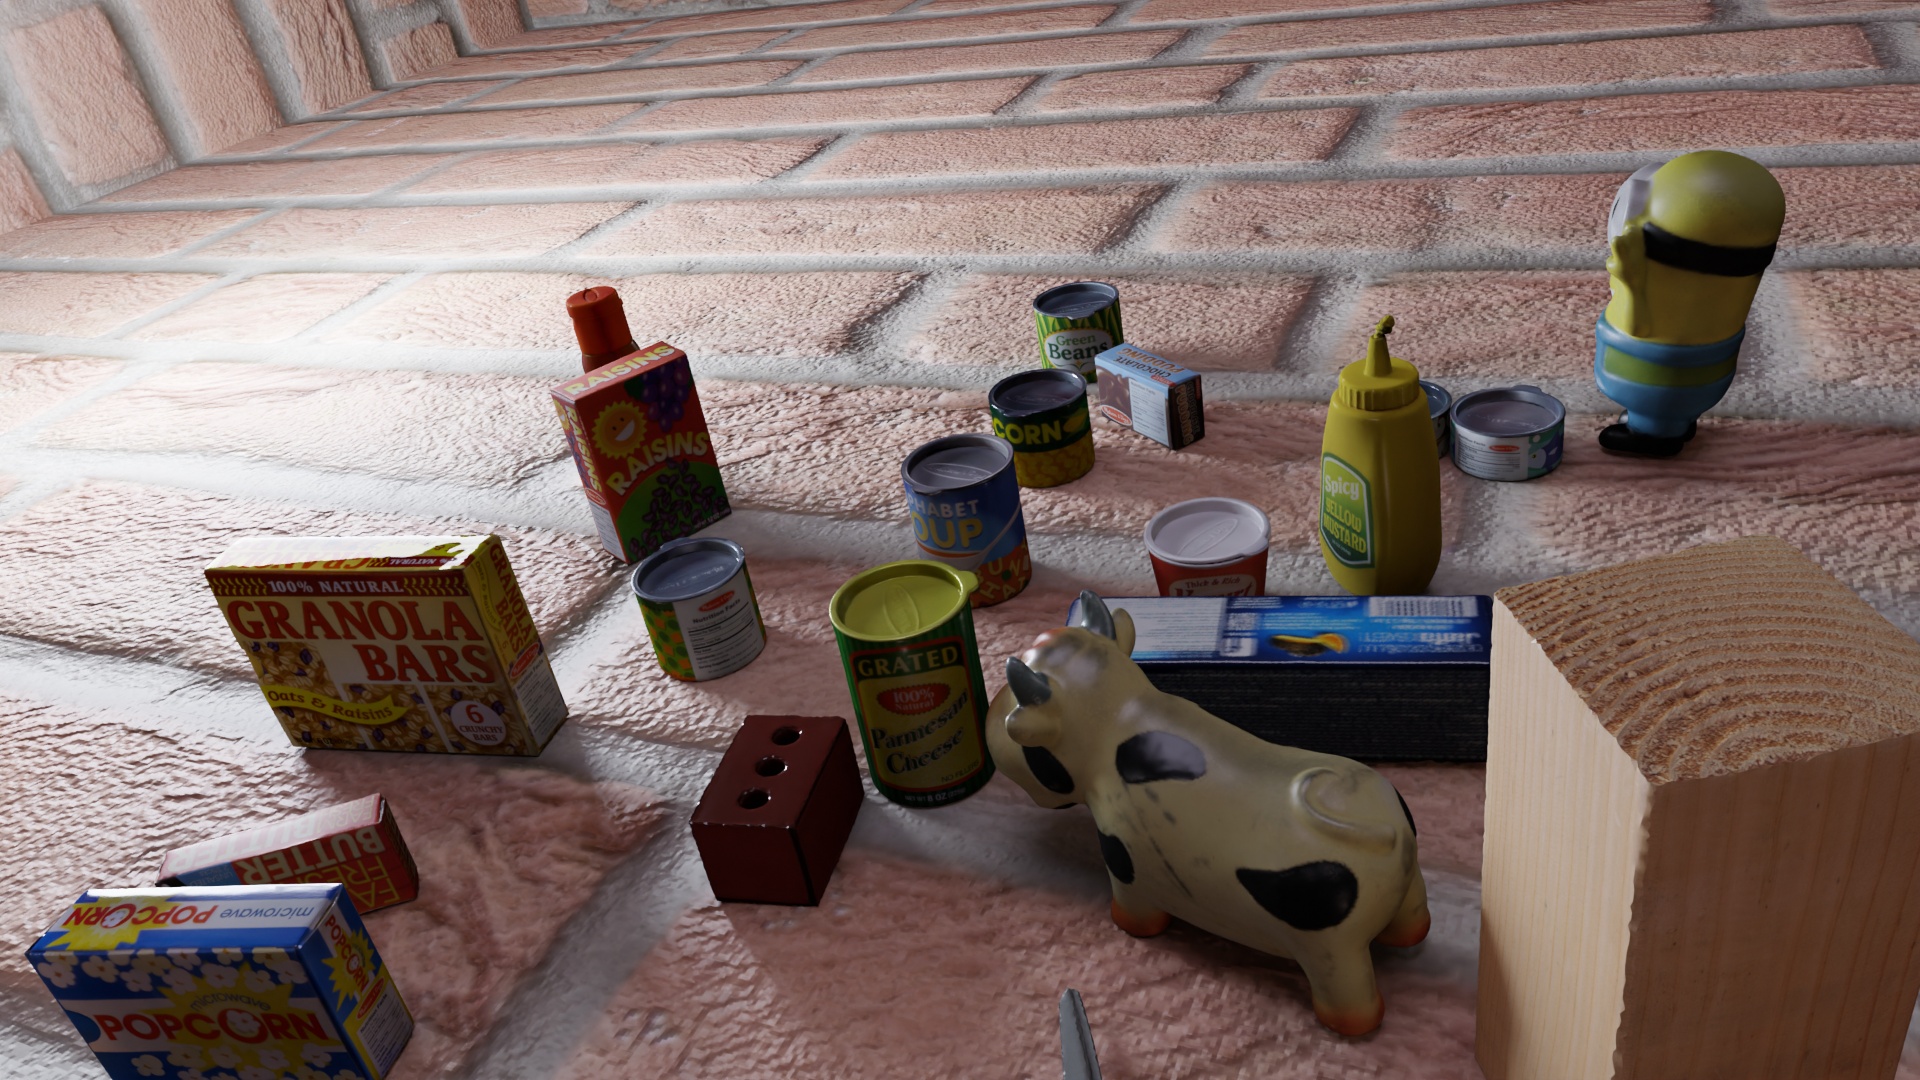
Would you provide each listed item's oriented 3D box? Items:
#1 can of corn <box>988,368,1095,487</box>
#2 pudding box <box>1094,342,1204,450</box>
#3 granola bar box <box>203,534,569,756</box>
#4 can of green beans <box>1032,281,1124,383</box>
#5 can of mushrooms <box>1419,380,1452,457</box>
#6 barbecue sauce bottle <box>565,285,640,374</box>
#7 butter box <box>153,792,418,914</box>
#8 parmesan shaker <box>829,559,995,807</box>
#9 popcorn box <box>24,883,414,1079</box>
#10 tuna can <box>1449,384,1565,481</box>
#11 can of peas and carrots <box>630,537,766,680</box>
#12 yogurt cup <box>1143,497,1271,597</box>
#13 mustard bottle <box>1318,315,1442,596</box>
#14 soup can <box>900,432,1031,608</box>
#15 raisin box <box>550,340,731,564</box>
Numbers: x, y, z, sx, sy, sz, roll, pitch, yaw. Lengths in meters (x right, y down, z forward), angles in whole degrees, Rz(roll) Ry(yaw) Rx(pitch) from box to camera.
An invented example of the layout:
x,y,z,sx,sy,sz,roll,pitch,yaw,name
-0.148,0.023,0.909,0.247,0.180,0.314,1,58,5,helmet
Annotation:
x,y,z,sx,sy,sz,roll,pitch,yaw,name
0.054,-0.075,0.933,0.071,0.058,0.071,-8,30,5,can of corn
0.130,-0.101,0.962,0.030,0.049,0.084,-25,33,-23,pudding box
-0.314,0.058,0.762,0.165,0.123,0.039,-1,32,16,granola bar box
0.092,-0.159,1.064,0.071,0.057,0.071,-8,30,5,can of green beans
0.277,-0.074,0.887,0.071,0.033,0.071,-8,30,5,can of mushrooms
-0.241,-0.106,0.991,0.044,0.147,0.065,-18,31,-12,barbecue sauce bottle
-0.318,0.160,0.663,0.104,0.053,0.024,-15,30,-8,butter box
-0.018,0.069,0.671,0.071,0.102,0.071,-8,30,5,parmesan shaker
-0.306,0.188,0.581,0.127,0.084,0.038,-4,31,11,popcorn box
0.338,-0.067,0.857,0.071,0.032,0.071,-8,30,5,tuna can
-0.152,0.039,0.808,0.071,0.058,0.071,-8,30,5,can of peas and carrots
0.137,0.015,0.761,0.072,0.053,0.073,-8,30,5,yogurt cup
0.219,-0.044,0.730,0.049,0.159,0.065,-21,32,-16,mustard bottle
0.003,-0.010,0.817,0.071,0.083,0.072,-8,30,5,soup can
-0.210,-0.059,0.926,0.086,0.122,0.040,-30,35,-29,raisin box
